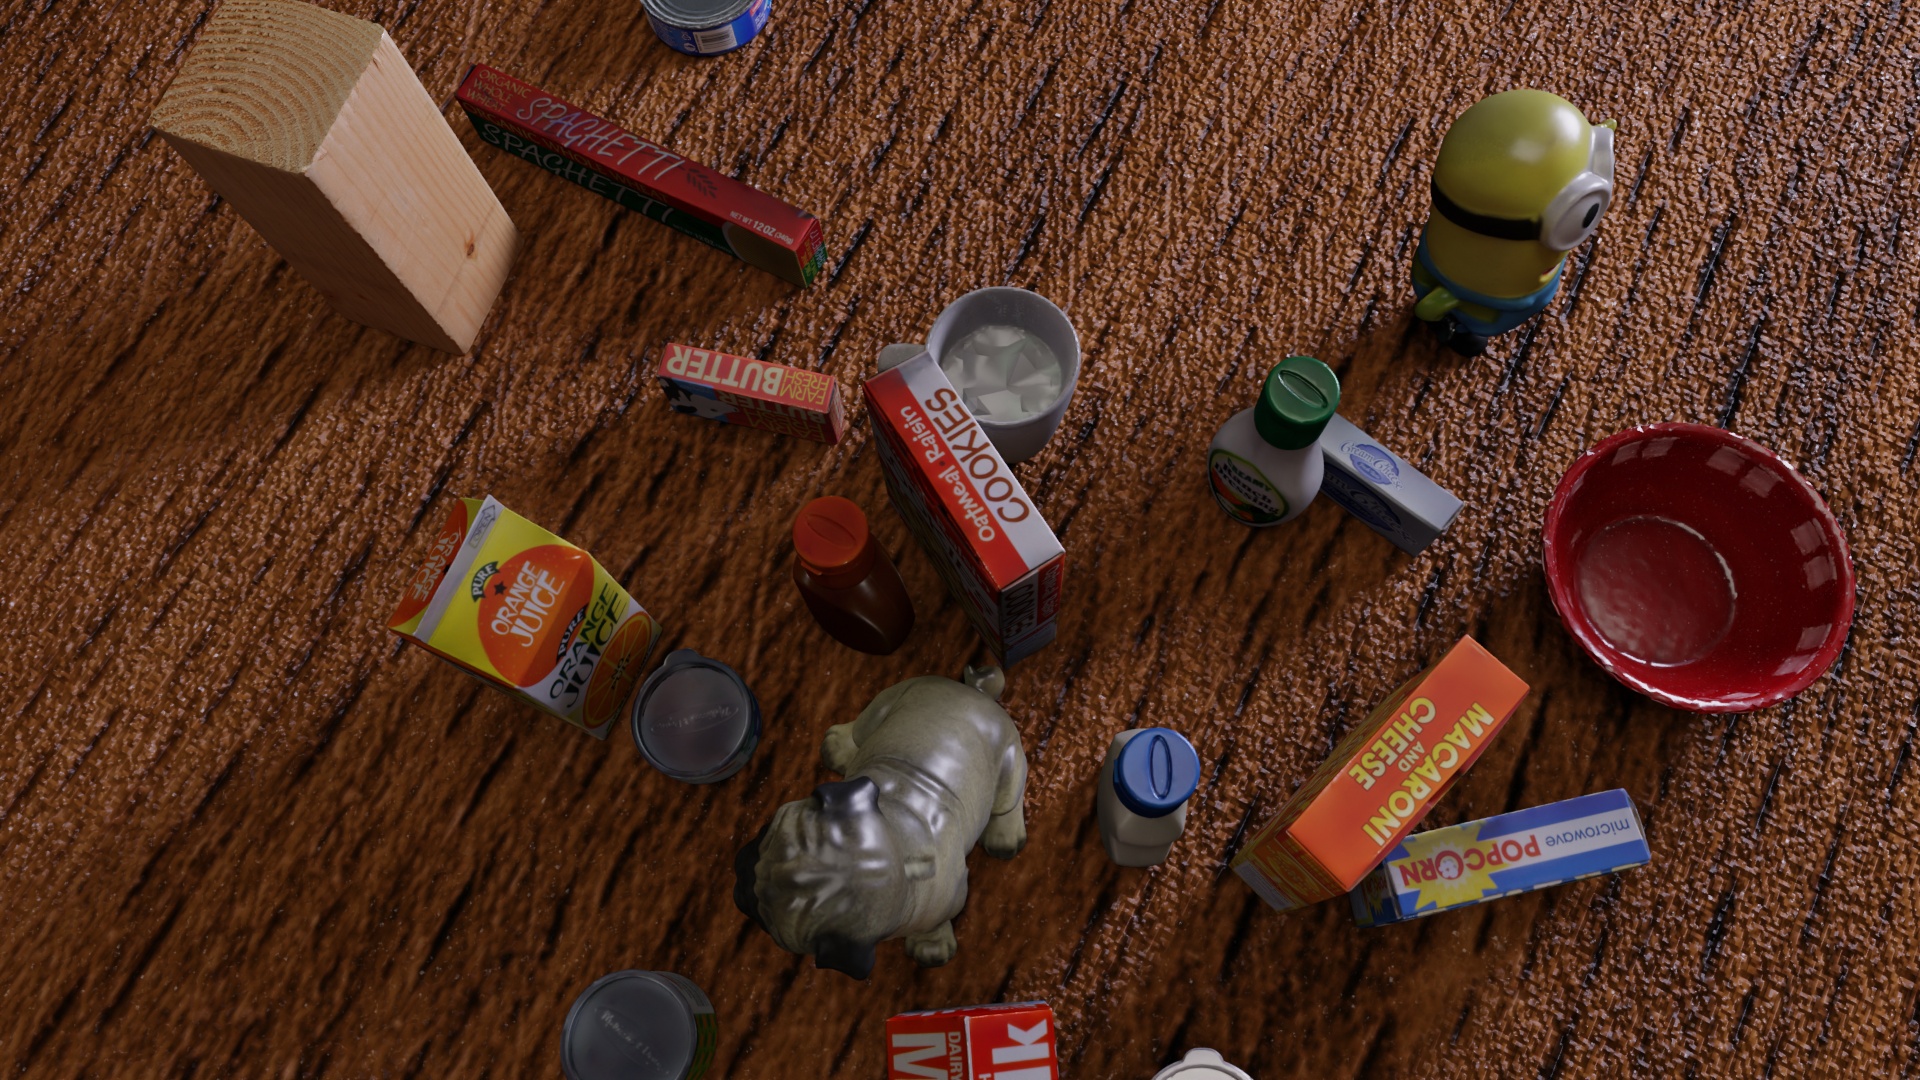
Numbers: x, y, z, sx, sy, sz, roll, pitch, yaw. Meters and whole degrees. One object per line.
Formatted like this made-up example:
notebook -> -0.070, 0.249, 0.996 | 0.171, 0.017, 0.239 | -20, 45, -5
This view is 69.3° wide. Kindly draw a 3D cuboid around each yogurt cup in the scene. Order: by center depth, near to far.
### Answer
yogurt cup -> 0.116, 0.287, 0.676 | 0.072, 0.053, 0.072 | -1, 72, 2

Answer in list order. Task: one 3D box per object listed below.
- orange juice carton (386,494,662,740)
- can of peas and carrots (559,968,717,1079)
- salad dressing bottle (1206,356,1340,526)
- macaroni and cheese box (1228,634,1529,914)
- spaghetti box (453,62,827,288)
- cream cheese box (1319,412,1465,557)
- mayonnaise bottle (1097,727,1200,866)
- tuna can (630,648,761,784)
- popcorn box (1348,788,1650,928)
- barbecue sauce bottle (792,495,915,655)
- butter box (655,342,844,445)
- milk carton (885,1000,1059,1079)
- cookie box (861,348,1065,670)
orange juice carton -> -0.218, 0.039, 0.696 | 0.073, 0.192, 0.072 | 22, 74, 9
can of peas and carrots -> -0.160, 0.251, 0.694 | 0.071, 0.058, 0.071 | -1, 72, 2
salad dressing bottle -> 0.167, -0.051, 0.737 | 0.064, 0.147, 0.044 | 41, 78, 13
macaroni and cheese box -> 0.196, 0.119, 0.670 | 0.124, 0.166, 0.040 | -44, 76, -11
spaghetti box -> -0.198, -0.226, 0.859 | 0.250, 0.050, 0.029 | 26, 75, 10
cream cheese box -> 0.226, -0.035, 0.779 | 0.104, 0.053, 0.024 | 38, 77, 13
mayonnaise bottle -> 0.091, 0.123, 0.682 | 0.041, 0.147, 0.065 | -1, 72, 2
tuna can -> -0.144, 0.096, 0.759 | 0.071, 0.032, 0.071 | -1, 72, 2
popcorn box -> 0.264, 0.161, 0.696 | 0.127, 0.085, 0.038 | -12, 72, -2
barbecue sauce bottle -> -0.059, 0.018, 0.721 | 0.065, 0.148, 0.044 | 30, 76, 11
butter box -> -0.120, -0.085, 0.808 | 0.103, 0.053, 0.024 | 12, 73, 6
milk carton -> 0.007, 0.247, 0.621 | 0.073, 0.190, 0.072 | -4, 72, 1
cookie box -> 0.003, -0.009, 0.718 | 0.040, 0.167, 0.123 | -32, 74, -8
